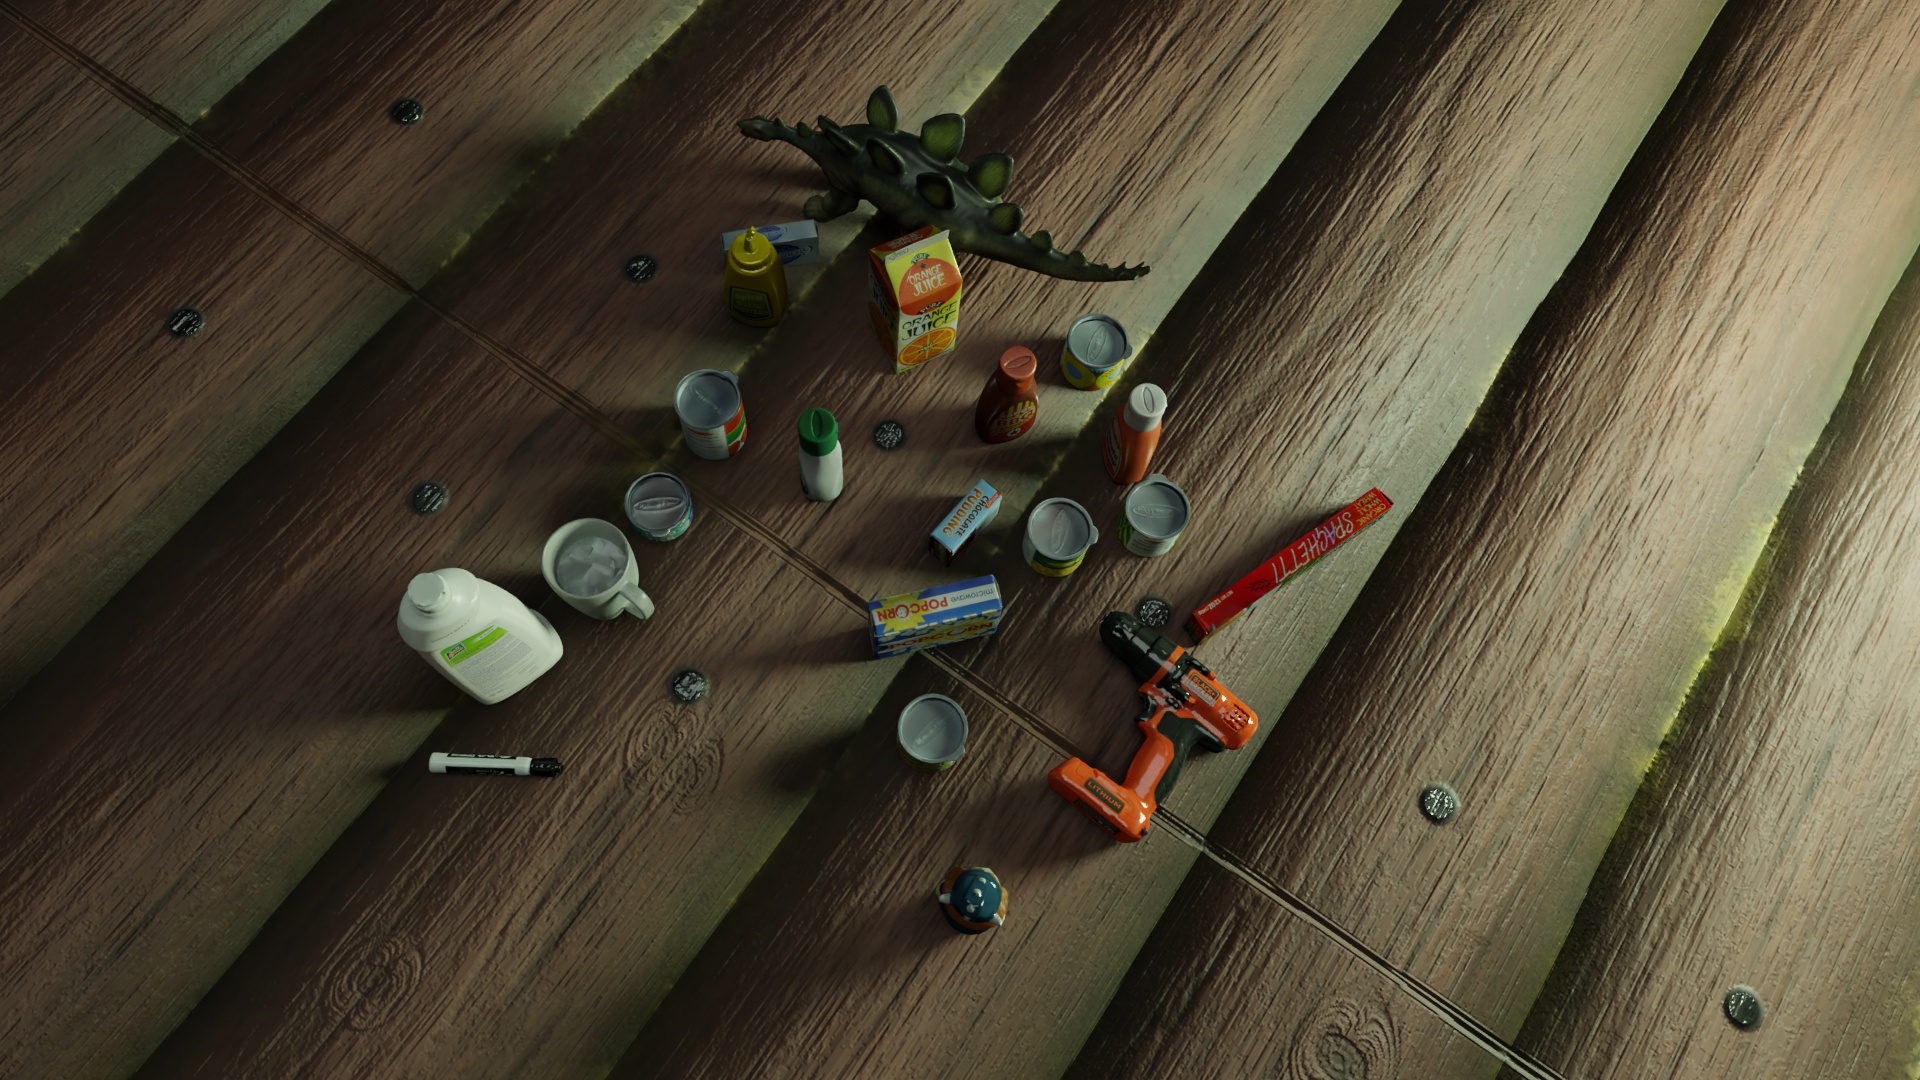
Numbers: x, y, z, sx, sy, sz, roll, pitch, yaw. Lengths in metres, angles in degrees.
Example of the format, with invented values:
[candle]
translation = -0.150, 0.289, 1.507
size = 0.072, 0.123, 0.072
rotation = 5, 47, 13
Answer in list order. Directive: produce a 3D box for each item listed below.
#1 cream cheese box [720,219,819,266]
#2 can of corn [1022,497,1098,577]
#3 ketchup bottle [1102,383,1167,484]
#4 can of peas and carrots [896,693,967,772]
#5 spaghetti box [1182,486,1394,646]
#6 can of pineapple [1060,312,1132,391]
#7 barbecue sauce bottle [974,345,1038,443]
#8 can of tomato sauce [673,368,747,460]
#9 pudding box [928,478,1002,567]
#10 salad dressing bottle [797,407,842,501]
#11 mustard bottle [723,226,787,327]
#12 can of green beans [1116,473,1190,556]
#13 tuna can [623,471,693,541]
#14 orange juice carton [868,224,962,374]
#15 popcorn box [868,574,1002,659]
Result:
[cream cheese box]
translation = -0.205, -0.317, 1.502
size = 0.104, 0.053, 0.024
rotation = -11, 72, -8
[can of corn]
translation = 0.100, -0.002, 1.406
size = 0.071, 0.058, 0.071
rotation = 1, 70, -4
[ketchup bottle]
translation = 0.177, -0.111, 1.403
size = 0.043, 0.148, 0.065
rotation = -7, 71, -6
[can of peas and carrots]
translation = -0.026, 0.187, 1.328
size = 0.071, 0.058, 0.071
rotation = 1, 70, -4
[spaghetti box]
translation = 0.335, 0.025, 1.417
size = 0.251, 0.050, 0.029
rotation = -33, 76, -14
[can of pineapple]
translation = 0.144, -0.199, 1.481
size = 0.071, 0.057, 0.071
rotation = 1, 70, -4
[barbecue sauce bottle]
translation = 0.050, -0.148, 1.408
size = 0.065, 0.148, 0.044
rotation = -21, 73, -11
[can of tomato sauce]
translation = -0.252, -0.129, 1.414
size = 0.071, 0.082, 0.071
rotation = 1, 70, -3
[pudding box]
translation = 0.005, -0.018, 1.410
size = 0.030, 0.049, 0.084
rotation = 39, 72, 10
[salad dressing bottle]
translation = -0.139, -0.085, 1.372
size = 0.044, 0.147, 0.064
rotation = -3, 71, -5
[mustard bottle]
translation = -0.214, -0.275, 1.430
size = 0.065, 0.159, 0.049
rotation = 10, 70, 0
[can of green beans]
translation = 0.196, -0.023, 1.421
size = 0.071, 0.057, 0.071
rotation = 1, 70, -4
[tuna can]
translation = -0.304, -0.031, 1.402
size = 0.071, 0.032, 0.071
rotation = 1, 70, -4
[orange juice carton]
translation = -0.047, -0.253, 1.416
size = 0.072, 0.192, 0.073
rotation = -25, 74, -12
[popcorn box]
translation = -0.026, 0.076, 1.355
size = 0.127, 0.085, 0.038
rotation = -12, 72, -8
